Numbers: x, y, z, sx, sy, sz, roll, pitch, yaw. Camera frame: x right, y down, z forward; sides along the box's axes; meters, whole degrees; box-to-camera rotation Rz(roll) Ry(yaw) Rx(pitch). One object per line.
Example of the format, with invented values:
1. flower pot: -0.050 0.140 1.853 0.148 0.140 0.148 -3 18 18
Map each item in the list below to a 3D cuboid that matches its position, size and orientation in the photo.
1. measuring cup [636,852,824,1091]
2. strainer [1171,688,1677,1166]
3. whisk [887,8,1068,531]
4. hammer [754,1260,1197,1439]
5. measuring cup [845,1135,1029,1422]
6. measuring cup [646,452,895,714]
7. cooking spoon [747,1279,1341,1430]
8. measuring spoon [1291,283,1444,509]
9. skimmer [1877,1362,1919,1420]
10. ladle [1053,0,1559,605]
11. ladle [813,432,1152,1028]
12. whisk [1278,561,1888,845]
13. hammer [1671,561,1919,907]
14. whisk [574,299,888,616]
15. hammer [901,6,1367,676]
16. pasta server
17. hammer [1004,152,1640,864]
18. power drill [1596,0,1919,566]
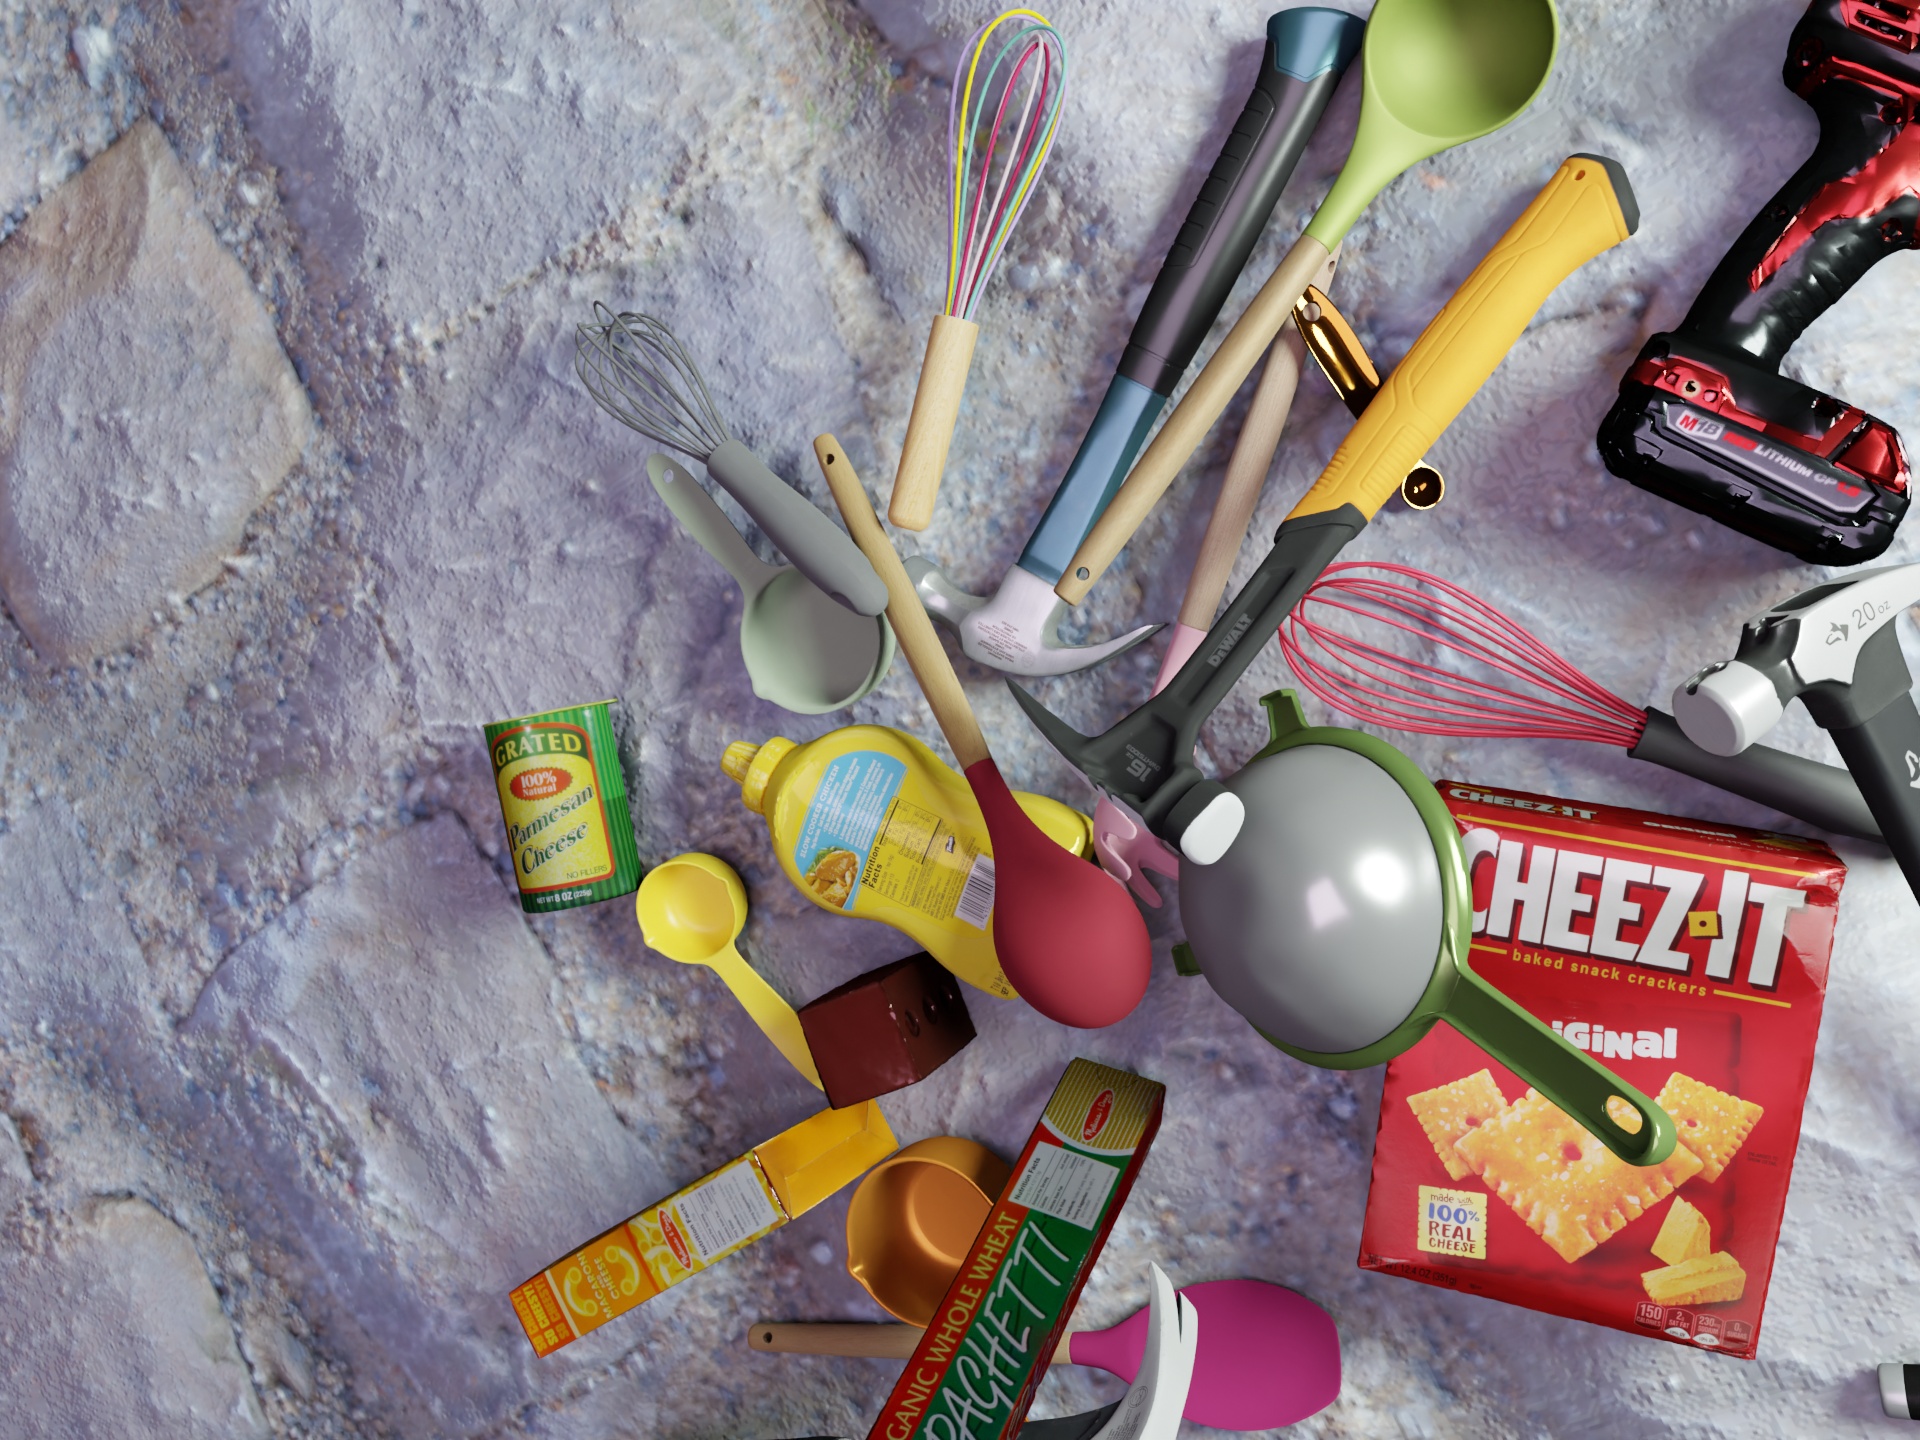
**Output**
1. measuring cup: -0.109 0.136 0.849 0.062 0.029 0.156 -38 94 19
2. strainer: 0.166 0.099 0.648 0.257 0.069 0.151 39 119 49
3. whisk: 0.007 -0.209 0.748 0.051 0.047 0.245 18 98 27
4. hammer: -0.048 0.349 0.758 0.409 0.149 0.036 -30 104 43
5. measuring cup: 0.010 0.293 0.801 0.095 0.052 0.173 -27 86 22
6. measuring cup: -0.099 -0.075 0.812 0.083 0.038 0.168 -46 78 18
7. cooking spoon: 0.033 0.320 0.814 0.319 0.017 0.069 -6 74 21
8. measuring spoon: 0.179 -0.145 0.709 0.021 0.011 0.117 -33 93 0
9. skimmer: 0.561 0.252 0.613 0.363 0.090 0.127 -11 96 31
10. ladle: 0.137 -0.182 0.675 0.078 0.062 0.320 35 94 0
11. ladle: -0.001 -0.002 0.744 0.069 0.031 0.316 -29 75 13
12. whisk: 0.269 -0.002 0.677 0.296 0.073 0.073 21 102 11
13. hammer: 0.403 0.093 0.617 0.146 0.035 0.334 -32 98 -16
14. whisk: -0.115 -0.131 0.782 0.239 0.055 0.055 45 108 22
15. hammer: 0.089 -0.169 0.736 0.128 0.033 0.331 31 105 15
16. pasta server: 0.122 -0.067 0.733 0.040 0.060 0.316 25 101 38
17. hammer: 0.161 -0.102 0.671 0.337 0.034 0.127 -51 48 0
18. power drill: 0.358 -0.177 0.618 0.143 0.078 0.219 28 101 14
